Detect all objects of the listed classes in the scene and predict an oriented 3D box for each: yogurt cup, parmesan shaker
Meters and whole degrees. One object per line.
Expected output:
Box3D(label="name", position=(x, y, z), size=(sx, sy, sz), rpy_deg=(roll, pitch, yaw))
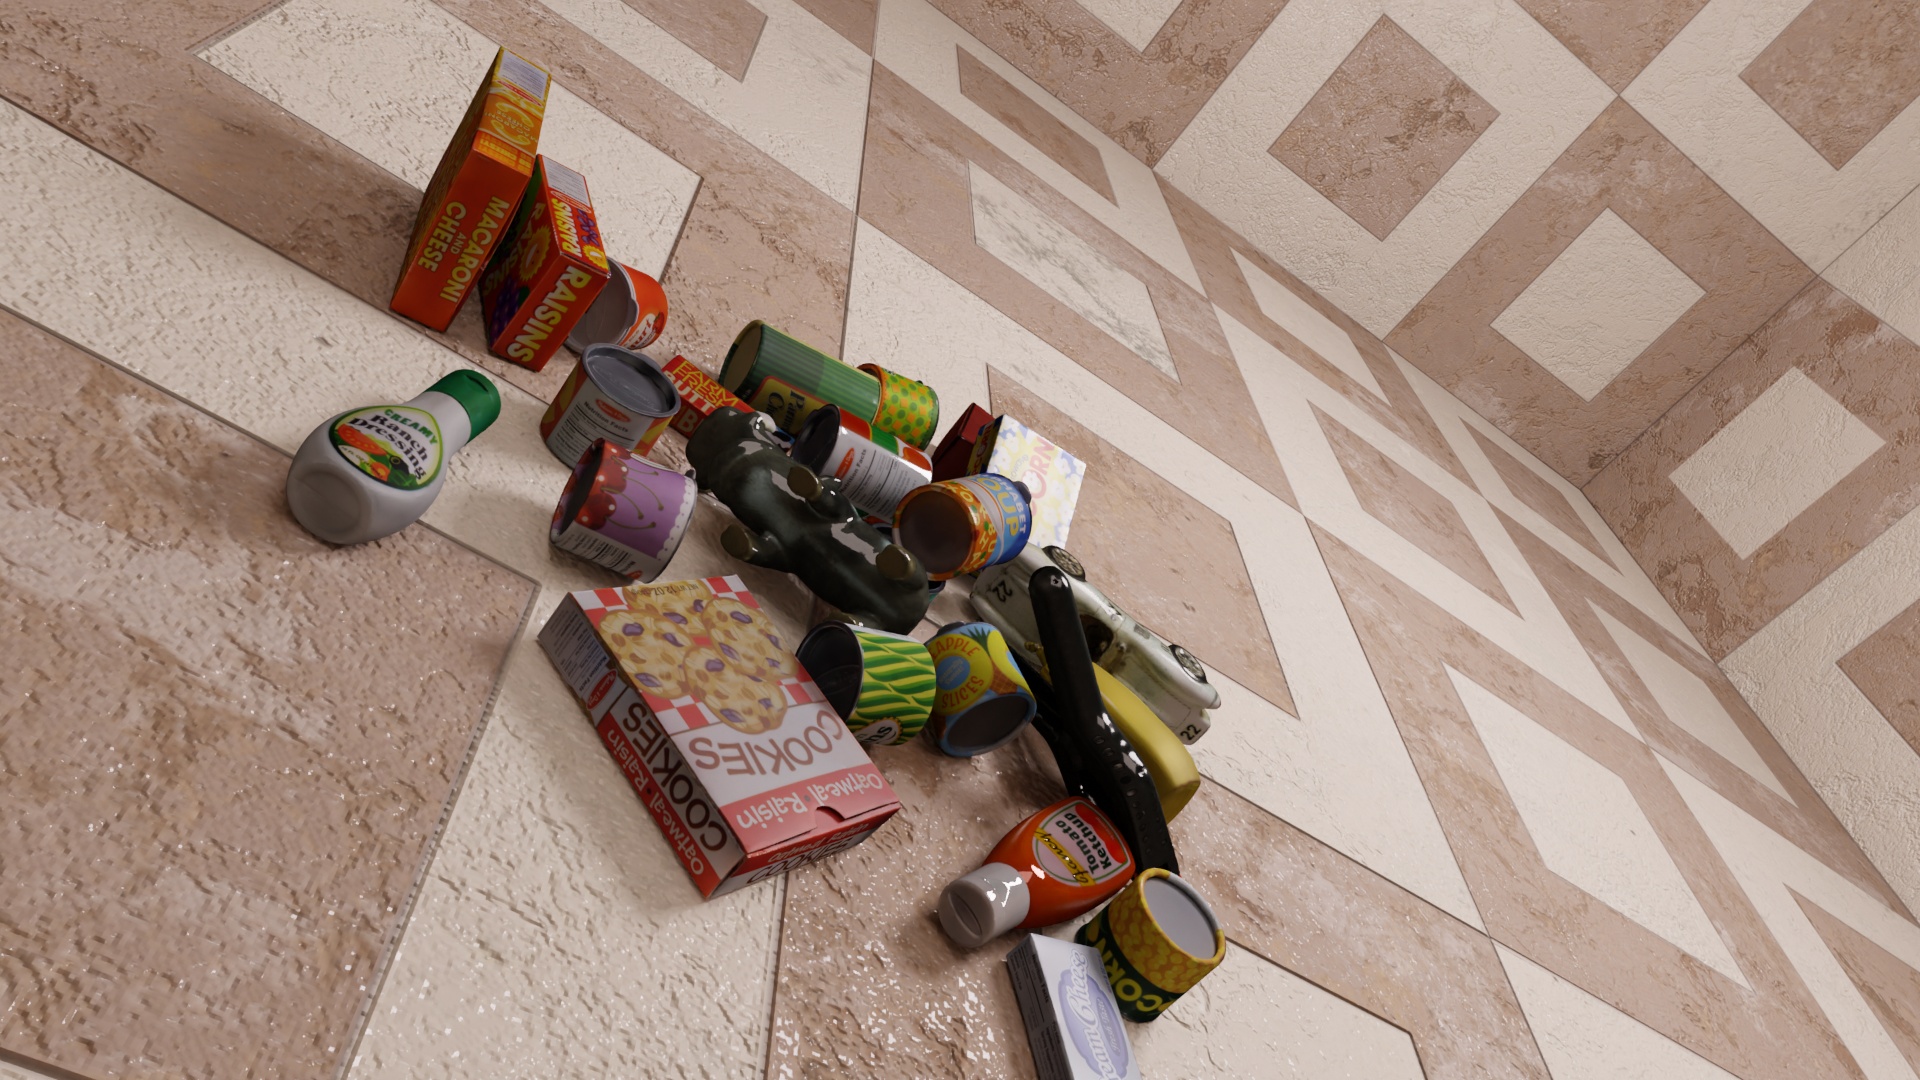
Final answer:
Box3D(label="yogurt cup", position=(-0.237, -0.159, 0.948), size=(0.072, 0.072, 0.054), rpy_deg=(47, 18, 12))
Box3D(label="parmesan shaker", position=(-0.121, -0.112, 1.031), size=(0.103, 0.071, 0.071), rpy_deg=(24, 30, -30))

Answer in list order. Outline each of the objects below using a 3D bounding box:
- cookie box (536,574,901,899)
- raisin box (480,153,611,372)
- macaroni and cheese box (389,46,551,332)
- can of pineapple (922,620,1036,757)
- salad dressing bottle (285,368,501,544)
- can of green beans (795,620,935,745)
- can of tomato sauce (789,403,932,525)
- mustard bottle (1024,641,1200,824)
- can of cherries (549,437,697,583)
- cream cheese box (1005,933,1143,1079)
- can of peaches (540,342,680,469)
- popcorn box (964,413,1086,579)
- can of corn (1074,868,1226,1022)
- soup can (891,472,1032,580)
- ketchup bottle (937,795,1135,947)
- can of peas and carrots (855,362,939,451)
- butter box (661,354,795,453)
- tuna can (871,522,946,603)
Box3D(label="cookie box", position=(-0.123, 0.094, 0.722), size=(0.168, 0.040, 0.123), rpy_deg=(51, 27, 21))
Box3D(label="raisin box", position=(-0.274, -0.182, 0.905), size=(0.040, 0.086, 0.124), rpy_deg=(25, 29, -40))
Box3D(label="macaroni and cheese box", position=(-0.309, -0.226, 0.885), size=(0.040, 0.123, 0.167), rpy_deg=(25, 30, -28))
Box3D(label="can of pineapple", position=(0.006, 0.093, 0.869), size=(0.071, 0.070, 0.058), rpy_deg=(15, 36, -43))
Box3D(label="salad dressing bottle", position=(-0.288, -0.049, 0.722), size=(0.064, 0.043, 0.148), rpy_deg=(38, 25, -10))
Box3D(label="can of green beans", position=(-0.056, 0.083, 0.801), size=(0.058, 0.071, 0.071), rpy_deg=(17, 34, -42))
Box3D(label="can of tomato sauce", position=(-0.072, -0.052, 0.997), size=(0.083, 0.071, 0.071), rpy_deg=(26, 29, -30))
Box3D(label="mustard bottle", position=(0.095, 0.123, 0.950), size=(0.049, 0.065, 0.161), rpy_deg=(2, 41, -48))
Box3D(label="can of cherries", position=(-0.189, -0.019, 0.780), size=(0.058, 0.071, 0.072), rpy_deg=(26, 29, -26))
Box3D(label="cream cheese box", position=(0.062, 0.260, 0.728), size=(0.053, 0.024, 0.104), rpy_deg=(22, 31, -31))
Box3D(label="can of peaches", position=(-0.215, -0.079, 0.854), size=(0.071, 0.058, 0.071), rpy_deg=(31, 26, -17))
Box3D(label="popcorn box", position=(0.042, -0.023, 1.074), size=(0.085, 0.038, 0.127), rpy_deg=(30, 58, -21))
Box3D(label="can of corn", position=(0.109, 0.232, 0.796), size=(0.071, 0.058, 0.071), rpy_deg=(32, 26, -18))
Box3D(label="soup can", position=(0.003, -0.012, 0.950), size=(0.071, 0.071, 0.084), rpy_deg=(48, 26, 15))
Box3D(label="ketchup bottle", position=(0.042, 0.191, 0.789), size=(0.065, 0.043, 0.149), rpy_deg=(51, 28, 19))
Box3D(label="can of peas and carrots", position=(-0.059, -0.102, 1.092), size=(0.059, 0.070, 0.071), rpy_deg=(19, 33, -37))
Box3D(label="butter box", position=(-0.168, -0.083, 0.964), size=(0.103, 0.024, 0.053), rpy_deg=(37, 25, -9))
Box3D(label="tuna can", position=(-0.047, 0.022, 0.950), size=(0.071, 0.032, 0.071), rpy_deg=(32, 26, -18))
